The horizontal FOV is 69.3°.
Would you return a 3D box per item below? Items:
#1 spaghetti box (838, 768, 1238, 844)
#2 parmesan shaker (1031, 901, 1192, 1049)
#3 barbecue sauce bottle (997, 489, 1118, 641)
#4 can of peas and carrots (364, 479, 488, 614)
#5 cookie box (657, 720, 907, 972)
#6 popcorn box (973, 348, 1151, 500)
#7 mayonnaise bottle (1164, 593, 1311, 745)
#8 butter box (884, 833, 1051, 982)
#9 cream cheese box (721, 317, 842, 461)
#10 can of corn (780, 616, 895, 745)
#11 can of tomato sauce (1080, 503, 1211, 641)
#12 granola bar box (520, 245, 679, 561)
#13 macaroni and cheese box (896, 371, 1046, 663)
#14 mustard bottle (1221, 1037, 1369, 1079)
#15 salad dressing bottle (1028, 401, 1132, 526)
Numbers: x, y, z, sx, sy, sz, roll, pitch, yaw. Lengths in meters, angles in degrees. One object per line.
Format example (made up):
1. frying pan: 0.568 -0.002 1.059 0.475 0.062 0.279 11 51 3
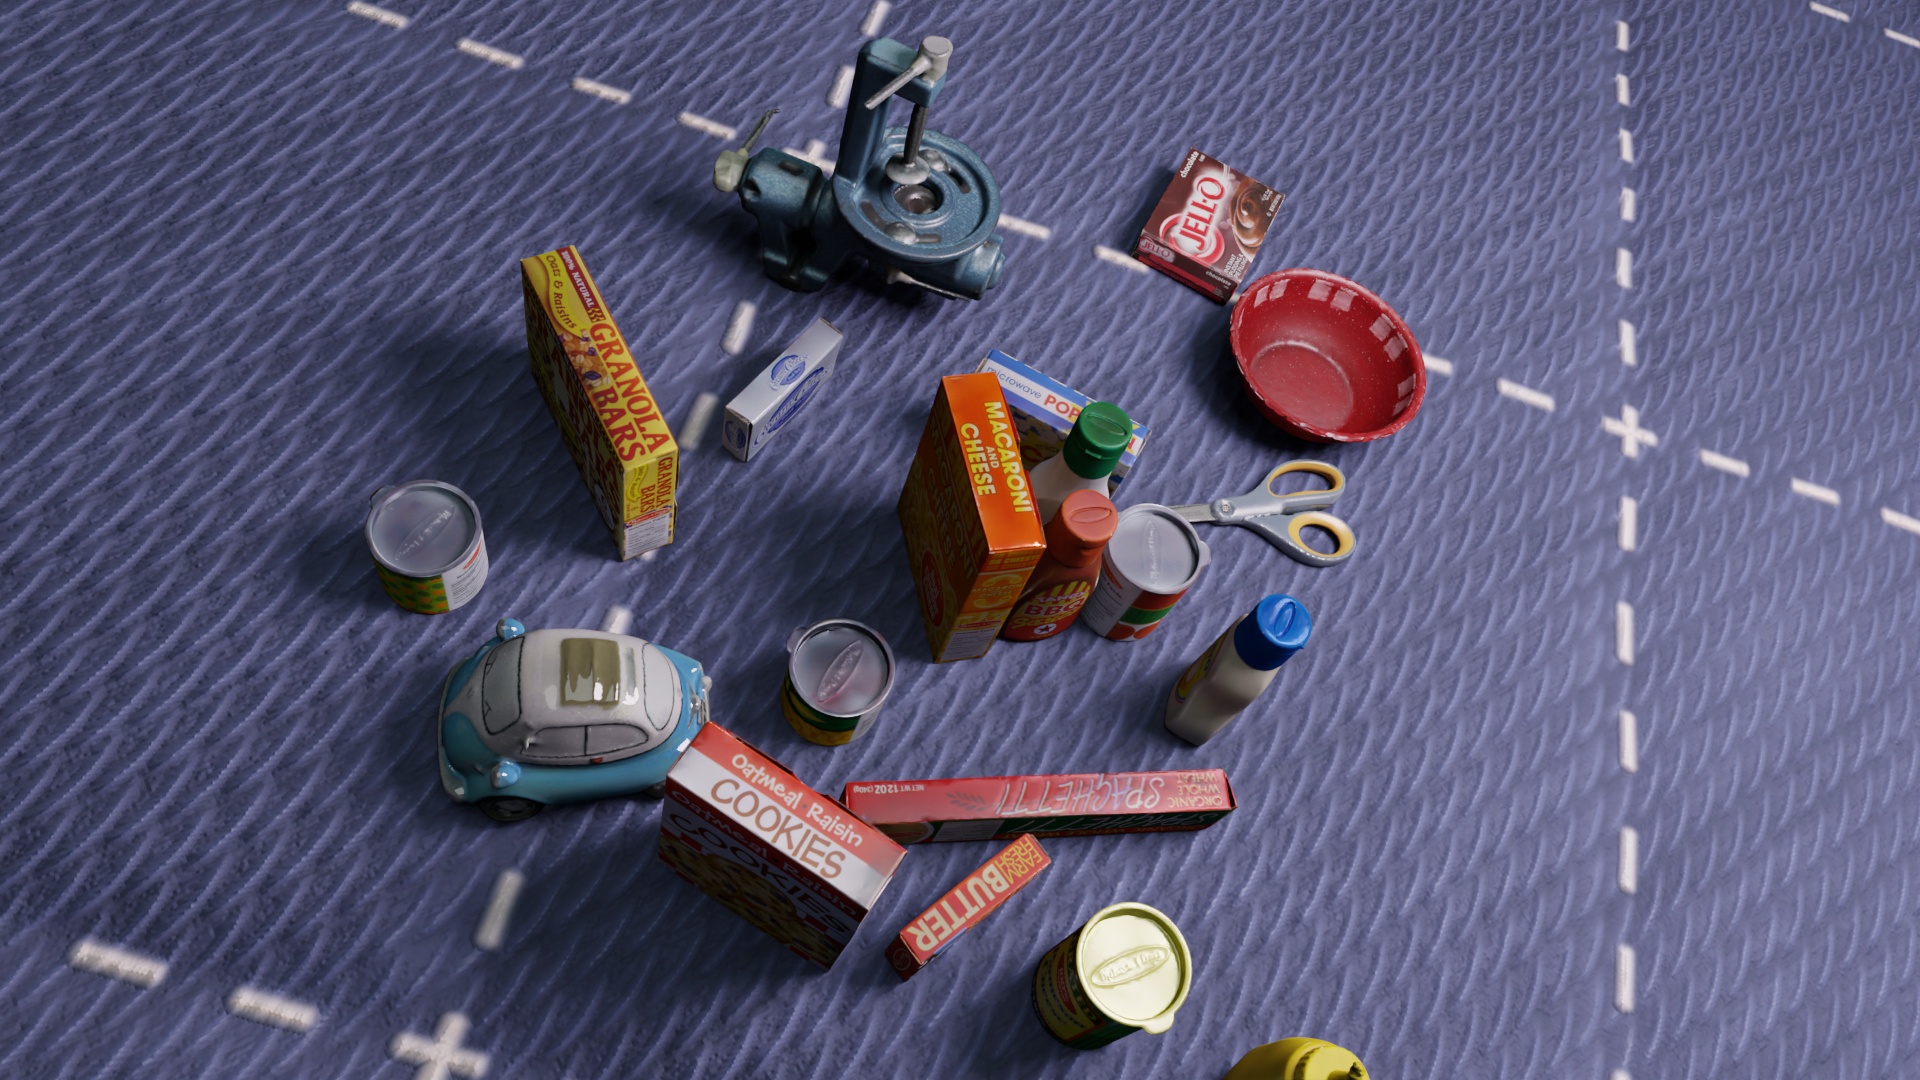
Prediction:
1. spaghetti box: 0.048 0.167 0.870 0.250 0.050 0.029 0 63 -14
2. parmesan shaker: 0.085 0.256 0.801 0.071 0.102 0.071 6 61 -11
3. barbecue sauce bottle: 0.062 0.017 0.898 0.065 0.147 0.044 -8 65 -18
4. can of peas and carrots: -0.331 0.004 0.860 0.071 0.058 0.071 6 61 -11
5. cookie box: -0.103 0.172 0.762 0.123 0.166 0.040 32 60 4
6. popcorn box: 0.060 -0.073 0.983 0.127 0.084 0.038 28 60 2
7. mayonnaise bottle: 0.178 0.080 0.893 0.041 0.147 0.065 30 60 3
8. butter box: 0.004 0.218 0.830 0.104 0.053 0.024 -32 74 -26
9. cream cheese box: -0.125 -0.105 0.973 0.024 0.053 0.104 36 60 7
10. can of corn: -0.081 0.088 0.876 0.071 0.058 0.071 6 61 -11
11. can of tomato sauce: 0.122 0.023 0.947 0.071 0.082 0.071 6 61 -11
12. granola bar box: -0.232 -0.087 0.895 0.039 0.123 0.166 -22 69 -23
13. macaroni and cheese box: 0.003 -0.011 0.888 0.040 0.165 0.124 -7 64 -17
14. mustard bottle: 0.185 0.307 0.765 0.049 0.159 0.065 39 61 8
15. salad dressing bottle: 0.076 -0.038 0.932 0.064 0.147 0.044 25 60 0
